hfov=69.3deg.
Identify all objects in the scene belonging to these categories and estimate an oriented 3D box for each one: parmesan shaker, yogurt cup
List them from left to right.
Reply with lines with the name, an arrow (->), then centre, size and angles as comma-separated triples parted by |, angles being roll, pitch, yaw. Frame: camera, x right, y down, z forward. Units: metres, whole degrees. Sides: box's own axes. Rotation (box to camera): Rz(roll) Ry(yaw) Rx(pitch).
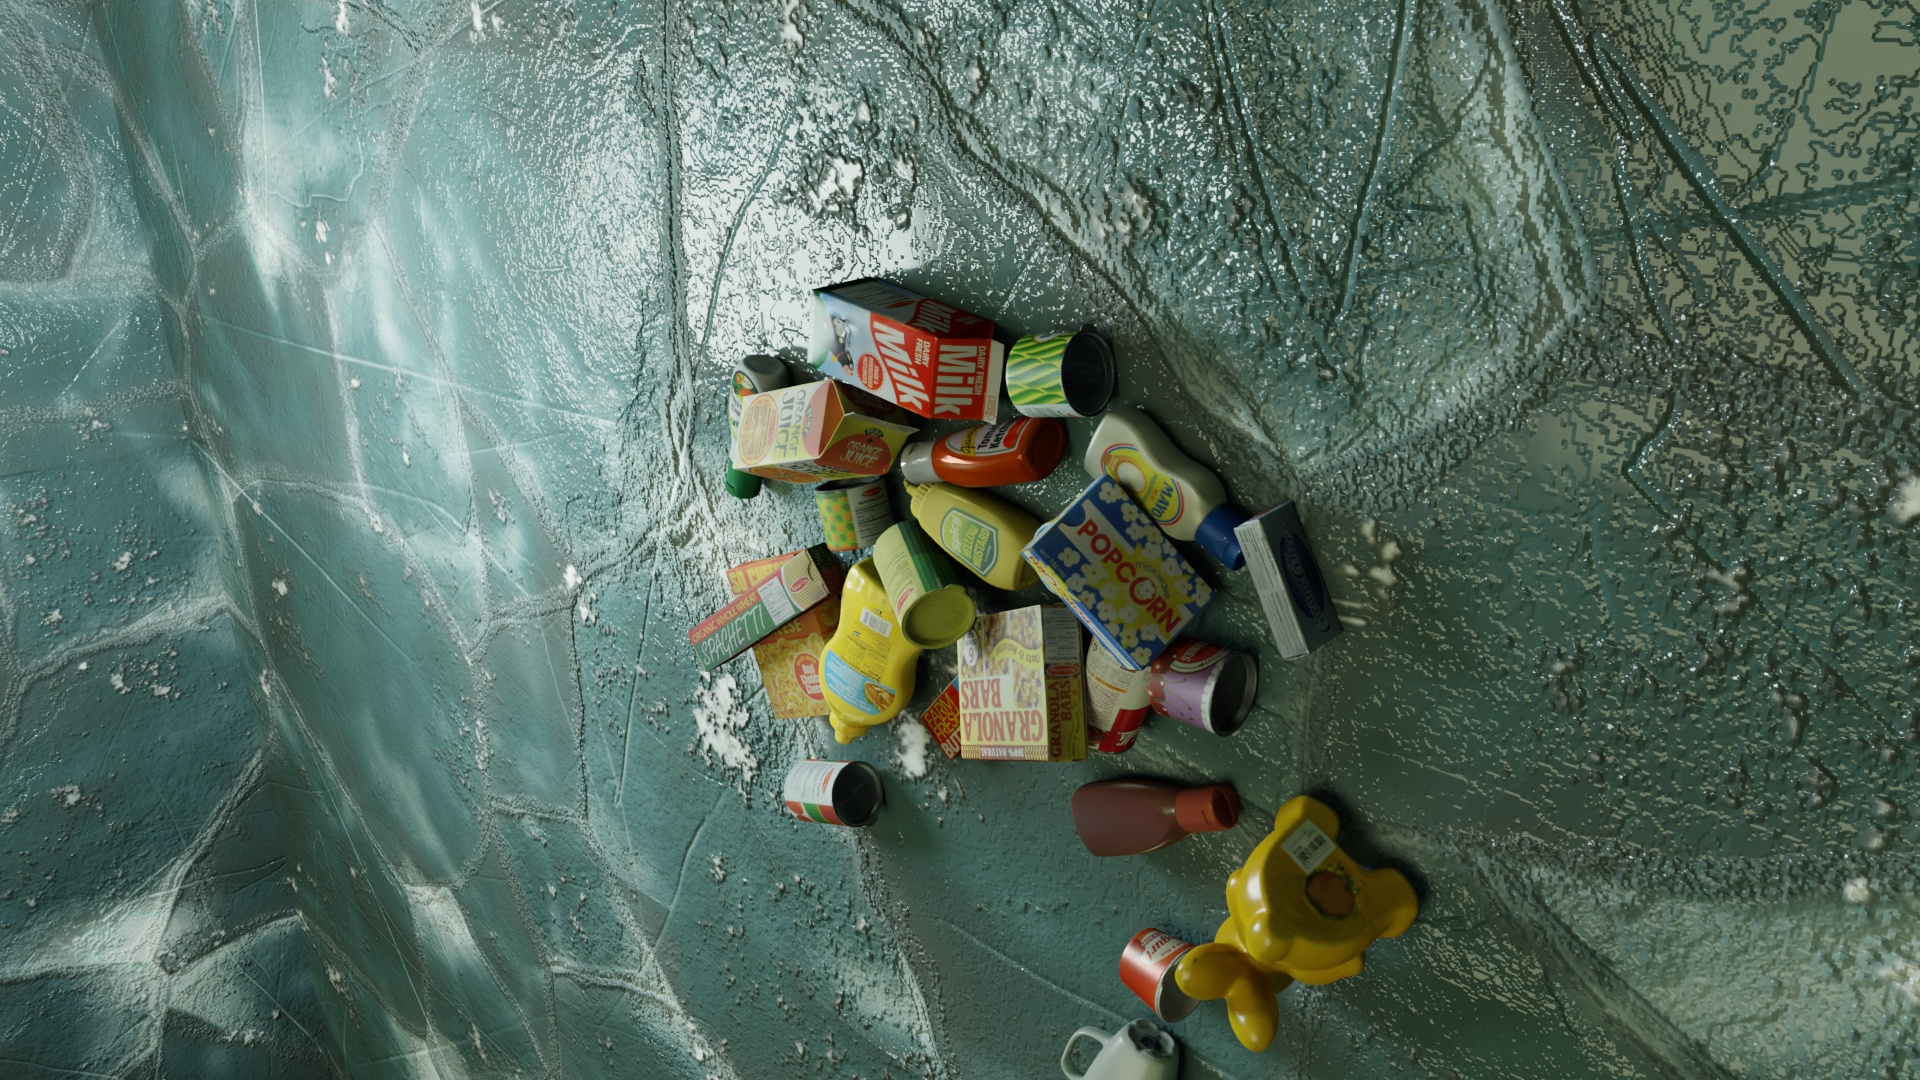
parmesan shaker -> -0.031, 0.035, 1.215 | 0.103, 0.071, 0.071 | -115, 33, -49
yogurt cup -> 0.172, 0.366, 1.178 | 0.054, 0.072, 0.072 | 22, 121, 47

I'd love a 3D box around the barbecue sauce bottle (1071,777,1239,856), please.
barbecue sauce bottle -> 0.160, 0.226, 1.148 | 0.148, 0.044, 0.065 | -18, 93, 46

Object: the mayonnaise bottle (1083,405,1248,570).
mayonnaise bottle -> 0.161, -0.036, 1.043 | 0.148, 0.041, 0.064 | 43, 133, 25

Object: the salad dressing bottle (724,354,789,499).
salad dressing bottle -> -0.205, -0.110, 1.371 | 0.064, 0.044, 0.146 | 37, 129, 30

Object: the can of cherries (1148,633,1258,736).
can of cherries -> 0.185, 0.107, 1.059 | 0.058, 0.072, 0.071 | 16, 117, 41

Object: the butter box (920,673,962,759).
butter box -> 0.006, 0.156, 1.285 | 0.053, 0.024, 0.103 | 53, 134, 16

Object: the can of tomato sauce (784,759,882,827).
can of tomato sauce -> -0.130, 0.260, 1.432 | 0.083, 0.071, 0.071 | -7, 101, 46

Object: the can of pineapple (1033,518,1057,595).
can of pineapple -> 0.098, 0.008, 1.109 | 0.071, 0.058, 0.070 | 22, 122, 40

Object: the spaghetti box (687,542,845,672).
spaghetti box -> -0.198, 0.070, 1.386 | 0.249, 0.029, 0.050 | -31, 83, 46

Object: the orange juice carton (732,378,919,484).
orange juice carton -> -0.122, -0.097, 1.246 | 0.192, 0.072, 0.073 | -3, 77, 51

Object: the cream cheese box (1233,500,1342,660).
cream cheese box -> 0.233, 0.028, 0.989 | 0.024, 0.053, 0.103 | -20, 92, 45

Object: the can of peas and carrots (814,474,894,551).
can of peas and carrots -> -0.098, -0.027, 1.284 | 0.071, 0.071, 0.058 | 0, 107, 44

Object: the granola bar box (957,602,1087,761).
granola bar box -> 0.049, 0.121, 1.158 | 0.165, 0.039, 0.124 | 162, 108, -65

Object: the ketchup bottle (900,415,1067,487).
ketchup bottle -> 0.015, -0.070, 1.152 | 0.148, 0.065, 0.043 | -5, 128, 43

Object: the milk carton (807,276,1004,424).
milk carton -> -0.038, -0.159, 1.166 | 0.191, 0.074, 0.072 | 26, 123, 35

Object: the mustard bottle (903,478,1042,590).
mustard bottle -> 0.004, -0.015, 1.200 | 0.160, 0.049, 0.065 | 31, 120, 32

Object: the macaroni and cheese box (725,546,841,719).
macaroni and cheese box -> -0.166, 0.095, 1.418 | 0.123, 0.040, 0.166 | -12, 98, 46

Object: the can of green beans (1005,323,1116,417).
can of green beans -> 0.077, -0.128, 1.071 | 0.058, 0.071, 0.071 | 4, 109, 44

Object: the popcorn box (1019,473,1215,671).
popcorn box -> 0.119, 0.025, 1.047 | 0.126, 0.085, 0.038 | 48, 167, -5
